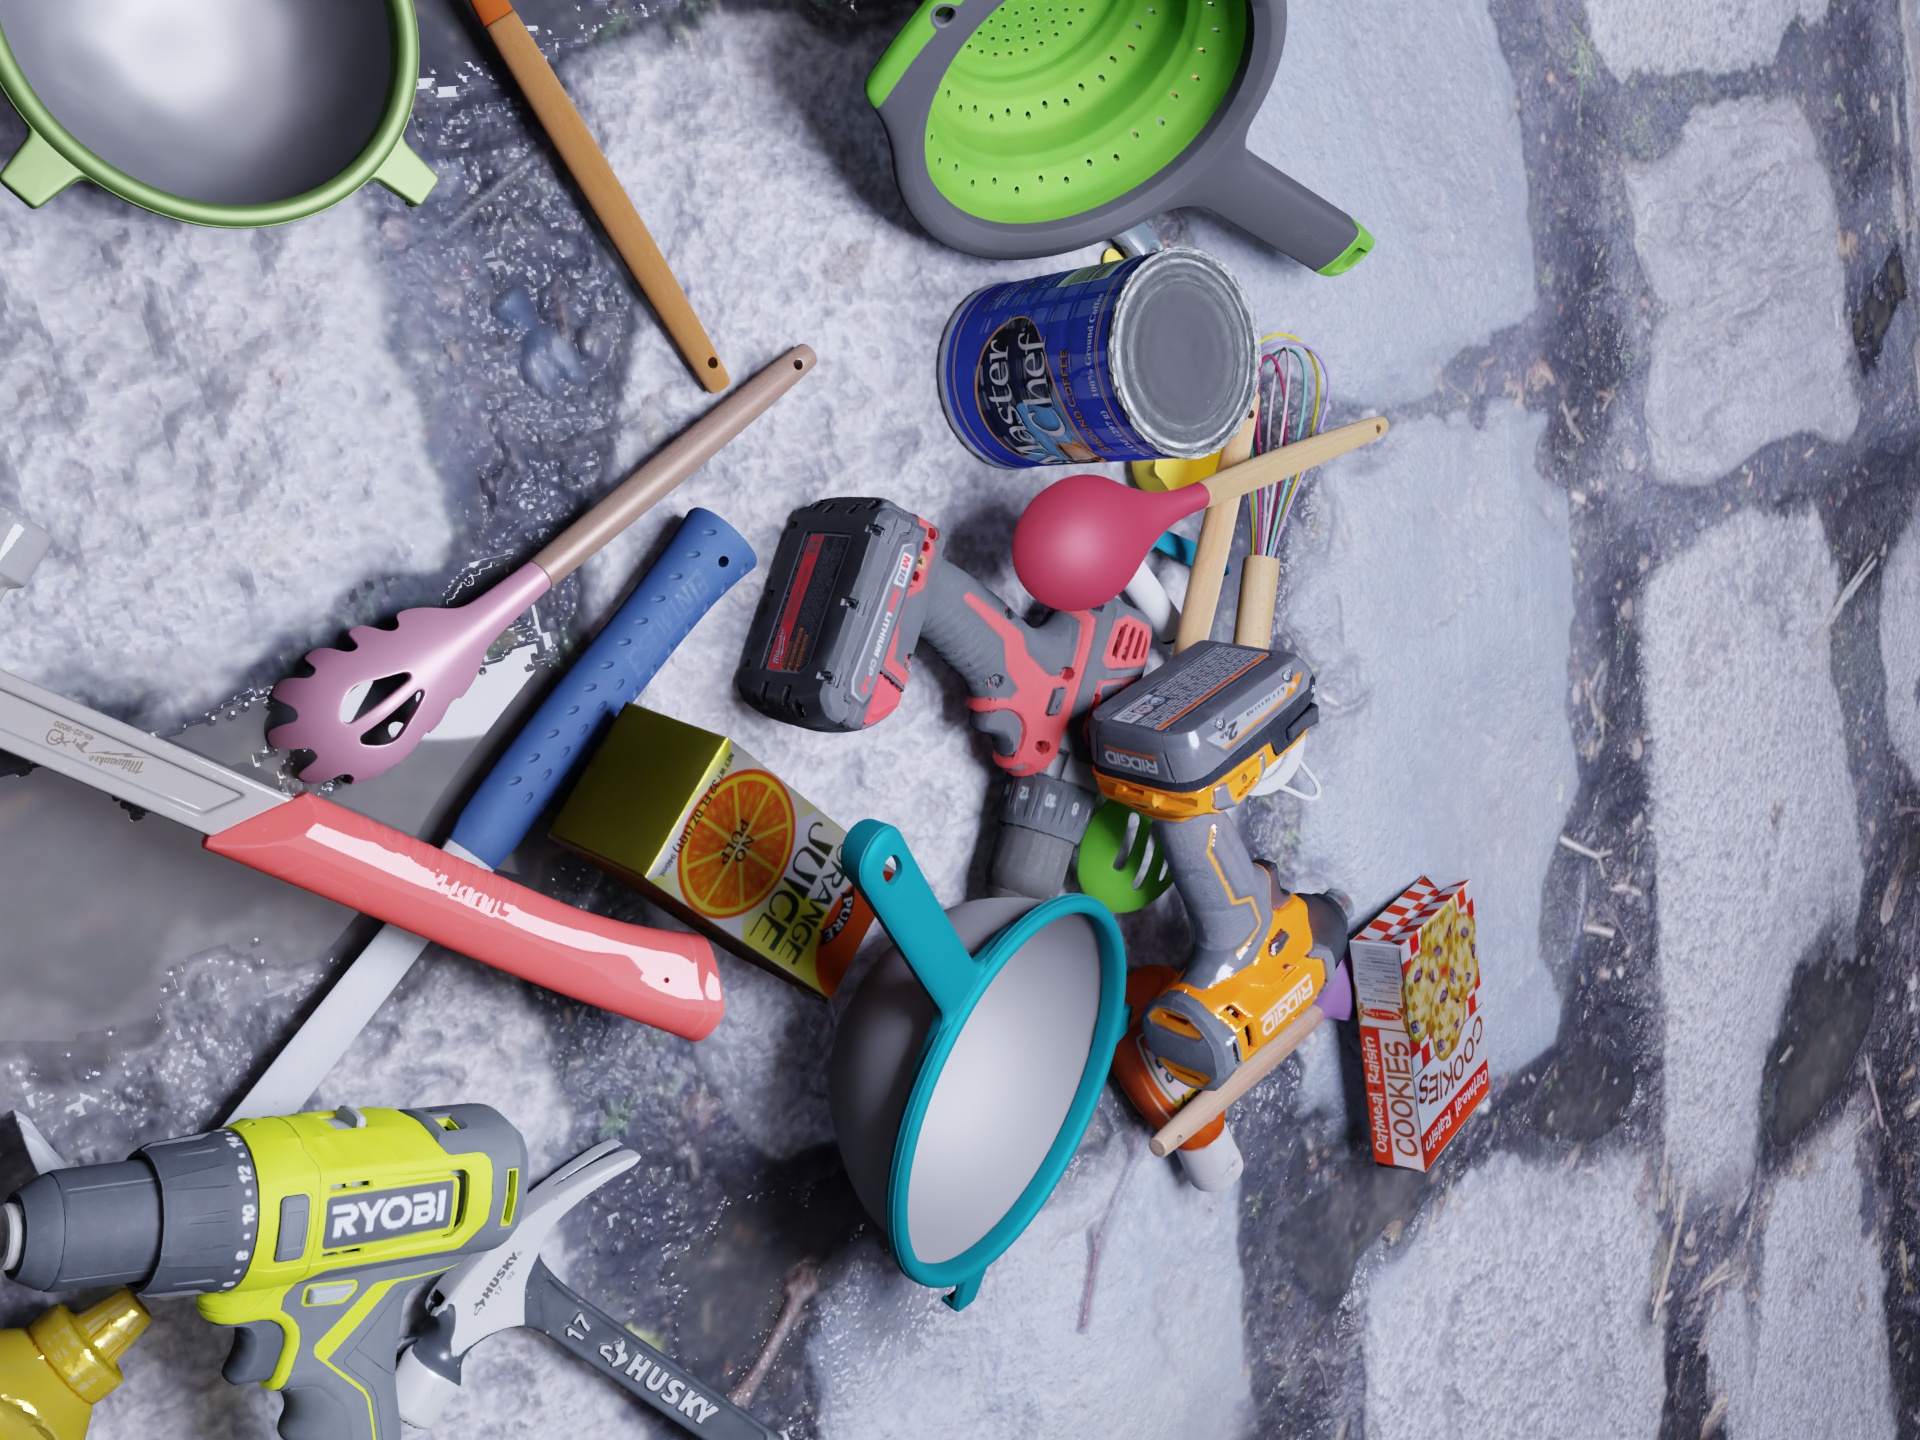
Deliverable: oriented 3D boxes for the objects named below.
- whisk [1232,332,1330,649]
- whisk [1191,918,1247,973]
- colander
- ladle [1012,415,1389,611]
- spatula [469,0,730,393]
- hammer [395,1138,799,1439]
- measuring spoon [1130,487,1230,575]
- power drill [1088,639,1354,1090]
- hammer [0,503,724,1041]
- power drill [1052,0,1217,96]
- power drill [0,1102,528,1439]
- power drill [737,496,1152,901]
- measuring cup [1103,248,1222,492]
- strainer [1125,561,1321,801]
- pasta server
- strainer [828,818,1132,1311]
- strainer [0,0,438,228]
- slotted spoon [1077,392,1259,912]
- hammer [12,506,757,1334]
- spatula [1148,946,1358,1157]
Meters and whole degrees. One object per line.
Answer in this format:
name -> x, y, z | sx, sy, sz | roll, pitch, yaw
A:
whisk -> 0.179, -0.118, 0.955 | 0.047, 0.051, 0.245 | 19, 76, -44
whisk -> 0.145, 0.084, 0.975 | 0.059, 0.058, 0.246 | -25, 108, 0
colander -> 0.102, -0.327, 0.842 | 0.396, 0.204, 0.095 | 6, 53, -49
ladle -> 0.149, -0.131, 0.889 | 0.315, 0.031, 0.069 | -25, 108, -38
spatula -> -0.192, -0.283, 0.698 | 0.081, 0.041, 0.322 | -45, 123, -24
hammer -> -0.105, 0.372, 0.828 | 0.408, 0.036, 0.149 | 49, 66, -30
measuring spoon -> 0.131, -0.110, 0.941 | 0.128, 0.021, 0.042 | 15, 48, -47
power drill -> 0.159, 0.074, 0.895 | 0.164, 0.084, 0.226 | -32, 119, -35
hammer -> -0.252, 0.063, 0.638 | 0.358, 0.037, 0.149 | 31, 75, -31
power drill -> 0.106, -0.469, 0.865 | 0.185, 0.084, 0.226 | 10, 94, -35
power drill -> -0.274, 0.265, 0.614 | 0.190, 0.080, 0.228 | 7, 90, -46
power drill -> -0.001, -0.003, 0.840 | 0.226, 0.080, 0.188 | 23, 82, -39
measuring cup -> 0.108, -0.198, 0.934 | 0.062, 0.029, 0.156 | -27, 99, -36
strainer -> 0.134, -0.045, 0.956 | 0.258, 0.050, 0.087 | 51, 61, -23
pasta server -> -0.177, -0.083, 0.730 | 0.316, 0.040, 0.060 | -47, 120, -28
strainer -> -0.022, 0.139, 0.783 | 0.211, 0.095, 0.340 | -55, 146, -24
strainer -> -0.294, -0.310, 0.589 | 0.151, 0.069, 0.256 | -13, 102, -33
slotted spoon -> 0.130, -0.039, 0.921 | 0.070, 0.031, 0.314 | 14, 90, -23
hammer -> -0.227, 0.064, 0.701 | 0.144, 0.035, 0.405 | 46, 69, -31
spatula -> 0.215, 0.202, 1.023 | 0.316, 0.018, 0.059 | -23, 110, -45
